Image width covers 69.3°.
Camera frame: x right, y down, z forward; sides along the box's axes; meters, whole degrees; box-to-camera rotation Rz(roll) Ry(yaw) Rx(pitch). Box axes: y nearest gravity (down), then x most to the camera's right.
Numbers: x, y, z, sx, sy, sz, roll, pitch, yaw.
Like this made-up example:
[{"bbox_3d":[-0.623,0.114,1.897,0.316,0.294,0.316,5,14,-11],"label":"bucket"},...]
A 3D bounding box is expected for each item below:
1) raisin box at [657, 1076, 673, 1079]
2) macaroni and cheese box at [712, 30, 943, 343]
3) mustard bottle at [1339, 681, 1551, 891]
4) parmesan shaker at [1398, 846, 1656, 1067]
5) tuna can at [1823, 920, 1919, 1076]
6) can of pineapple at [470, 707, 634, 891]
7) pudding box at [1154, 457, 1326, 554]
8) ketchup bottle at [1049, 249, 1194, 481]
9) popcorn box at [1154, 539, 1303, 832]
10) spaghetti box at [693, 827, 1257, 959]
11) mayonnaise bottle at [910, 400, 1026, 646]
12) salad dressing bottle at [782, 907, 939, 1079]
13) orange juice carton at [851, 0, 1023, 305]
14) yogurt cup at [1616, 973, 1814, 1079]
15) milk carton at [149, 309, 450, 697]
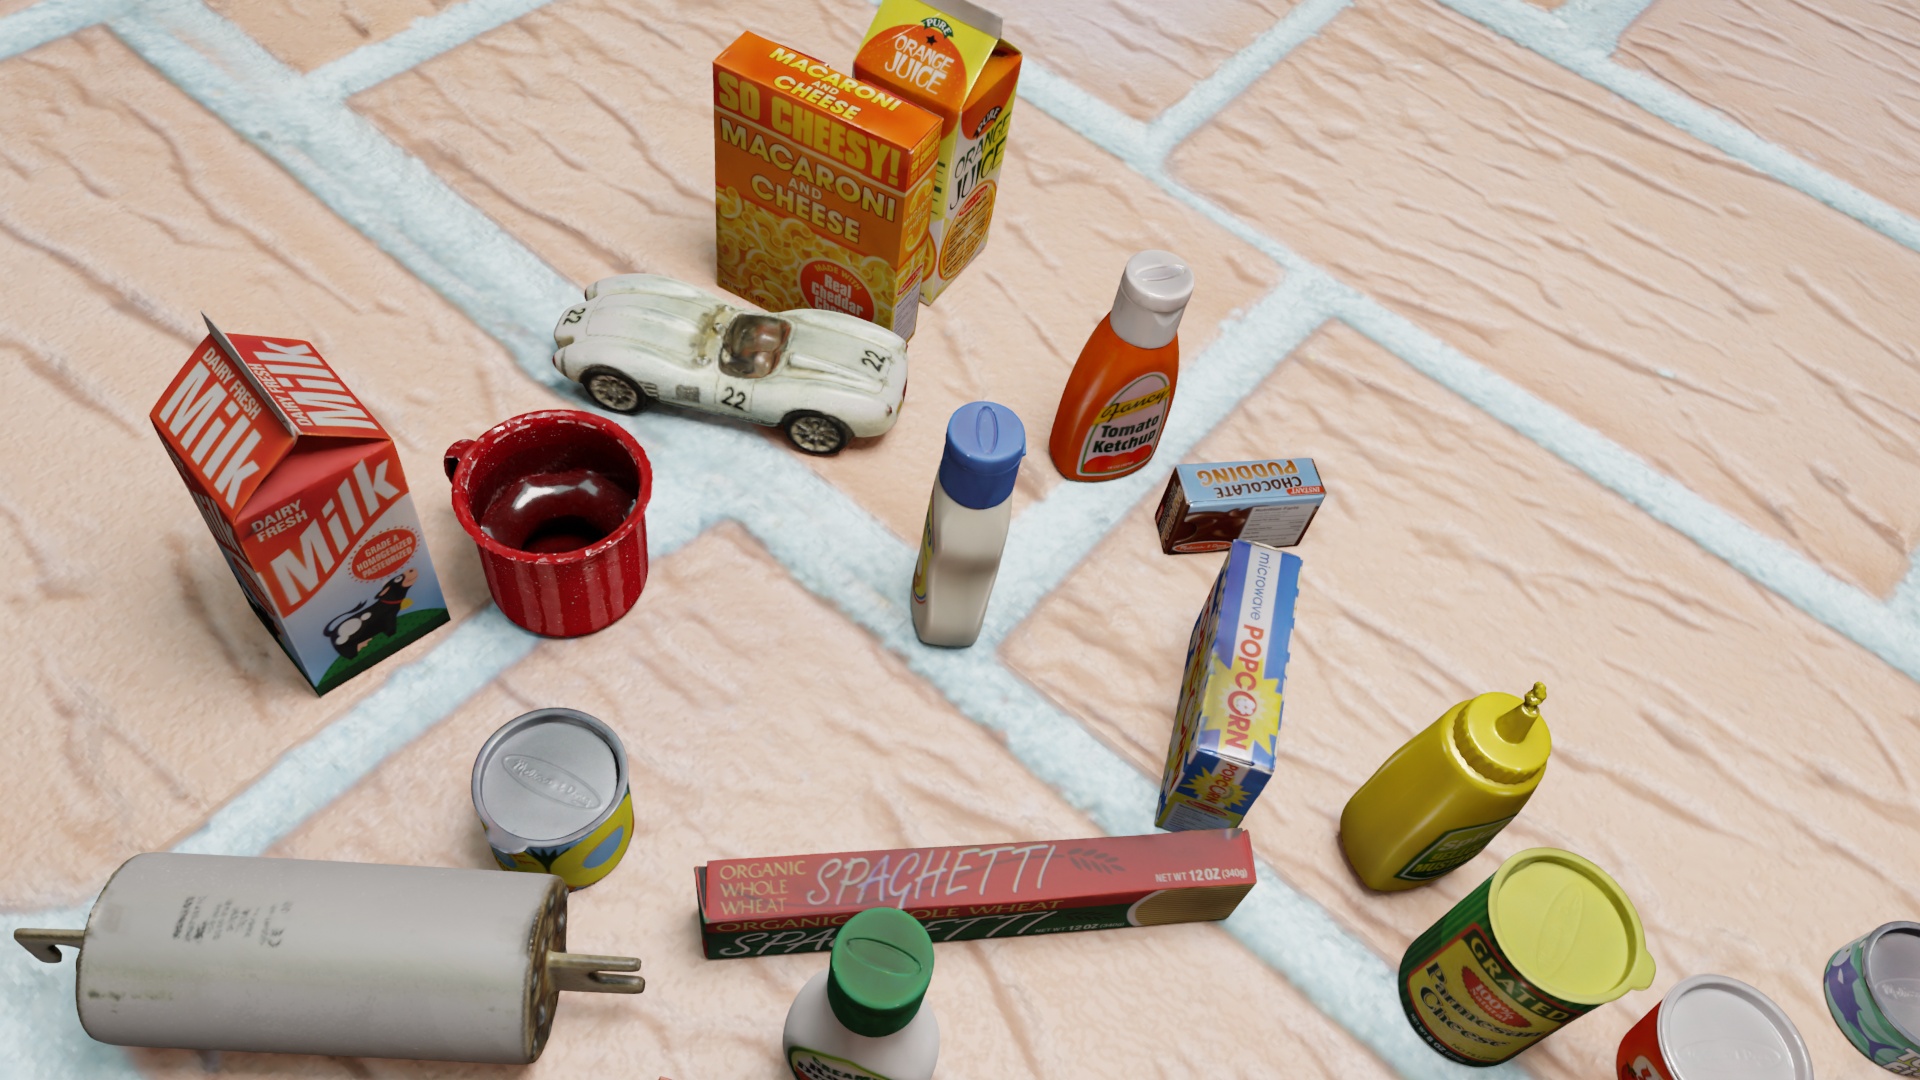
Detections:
[{"bbox_3d":[-0.076,0.242,0.509,0.086,0.122,0.040,18,54,4],"label":"raisin box"},{"bbox_3d":[-0.080,-0.190,0.793,0.124,0.165,0.040,27,55,10],"label":"macaroni and cheese box"},{"bbox_3d":[0.226,0.109,0.630,0.065,0.159,0.049,-11,57,-16],"label":"mustard bottle"},{"bbox_3d":[0.245,0.188,0.611,0.071,0.102,0.071,4,54,-6],"label":"parmesan shaker"},{"bbox_3d":[0.455,0.222,0.664,0.071,0.032,0.071,4,54,-6],"label":"tuna can"},{"bbox_3d":[-0.182,0.118,0.622,0.071,0.057,0.071,4,54,-6],"label":"can of pineapple"},{"bbox_3d":[0.156,-0.019,0.779,0.084,0.049,0.030,-4,56,-12],"label":"pudding box"},{"bbox_3d":[0.091,-0.094,0.761,0.065,0.148,0.044,-14,58,-18],"label":"ketchup bottle"},{"bbox_3d":[0.133,0.074,0.686,0.038,0.084,0.127,16,54,3],"label":"popcorn box"},{"bbox_3d":[0.007,0.159,0.628,0.250,0.050,0.029,-2,55,-10],"label":"spaghetti box"},{"bbox_3d":[0.002,-0.009,0.687,0.041,0.147,0.065,4,54,-6],"label":"mayonnaise bottle"},{"bbox_3d":[-0.036,0.185,0.541,0.064,0.146,0.044,19,54,5],"label":"salad dressing bottle"},{"bbox_3d":[-0.019,-0.241,0.822,0.072,0.191,0.073,30,56,12],"label":"orange juice carton"},{"bbox_3d":[0.333,0.235,0.622,0.072,0.053,0.073,4,54,-6],"label":"yogurt cup"},{"bbox_3d":[-0.293,-0.017,0.620,0.074,0.189,0.072,-35,67,-28],"label":"milk carton"}]
